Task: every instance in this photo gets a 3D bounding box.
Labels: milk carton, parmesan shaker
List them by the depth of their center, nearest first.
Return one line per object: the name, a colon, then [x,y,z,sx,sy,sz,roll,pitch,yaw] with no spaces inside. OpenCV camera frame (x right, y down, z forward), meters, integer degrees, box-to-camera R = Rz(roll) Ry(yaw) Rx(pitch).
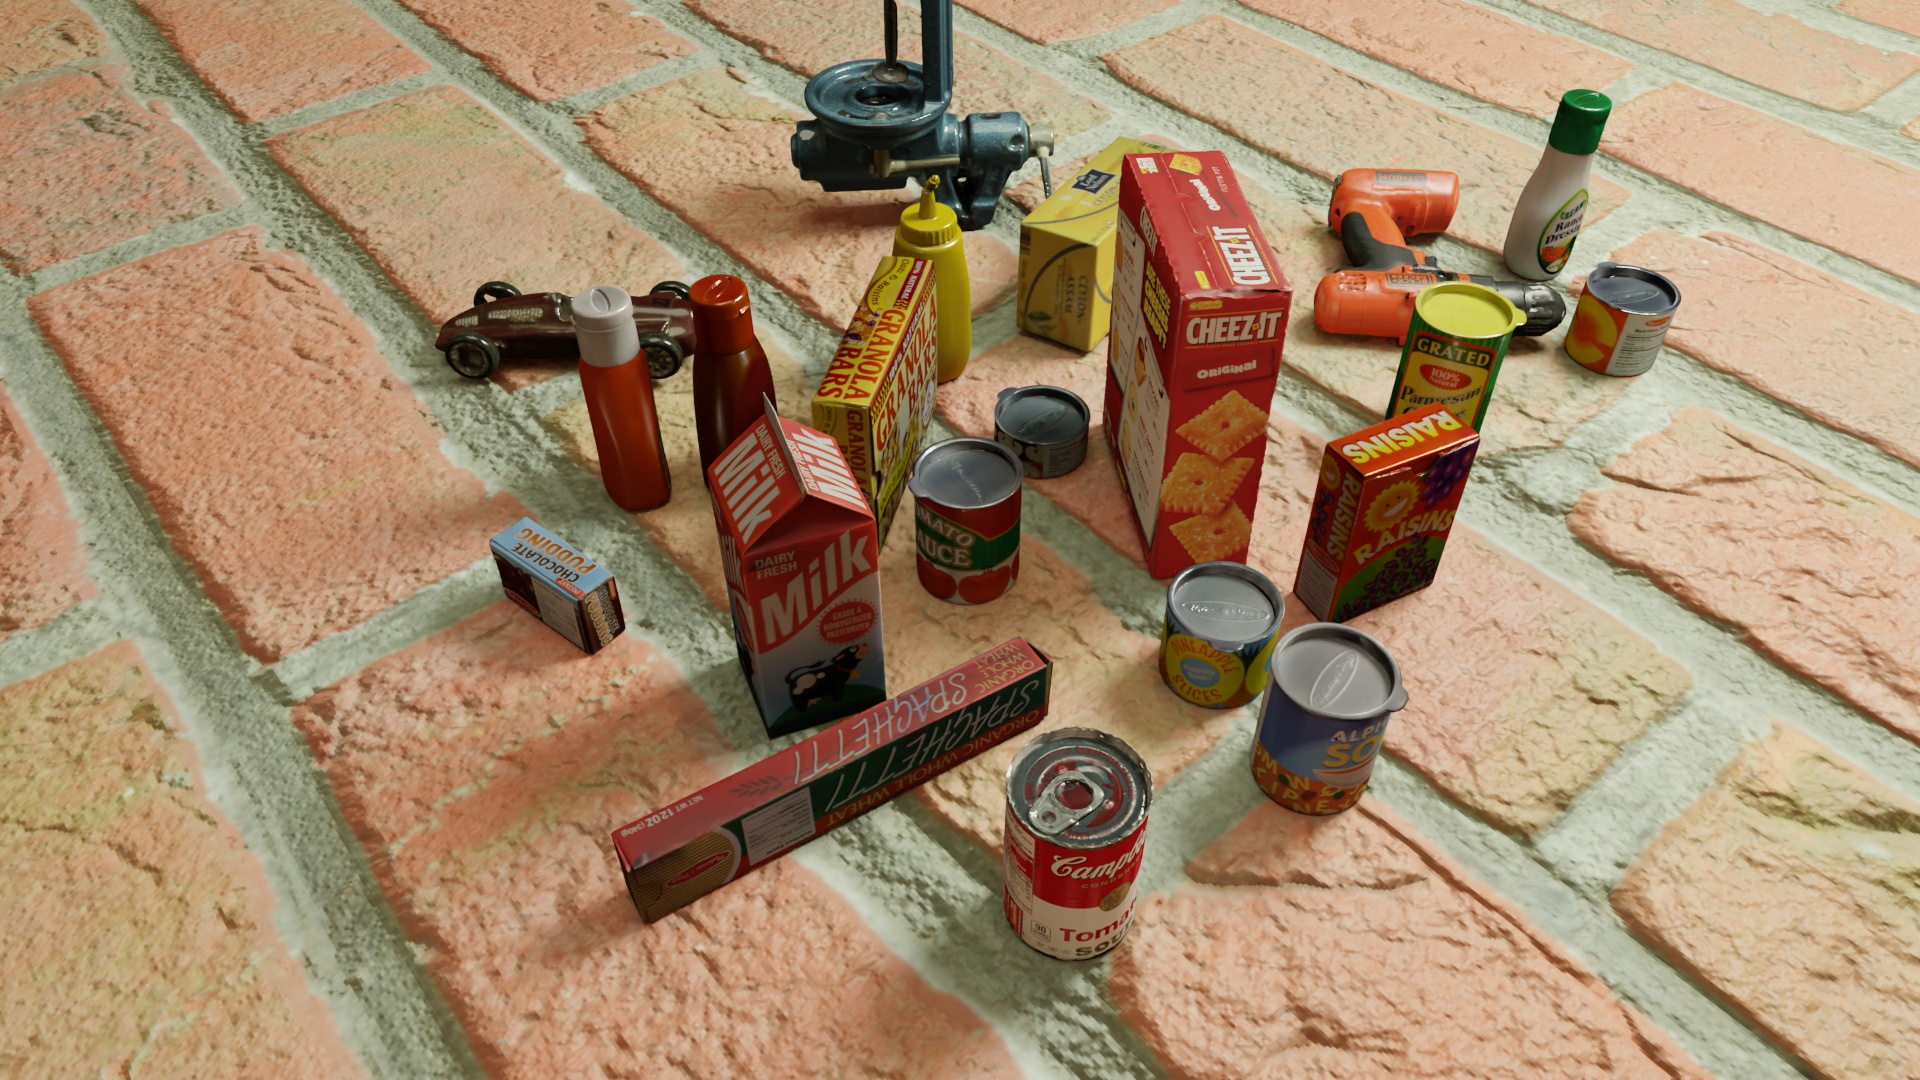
milk carton: [-0.088,0.014,0.750,0.073,0.189,0.072,-15,45,-16]
parmesan shaker: [0.337,-0.115,0.951,0.071,0.102,0.072,0,43,0]

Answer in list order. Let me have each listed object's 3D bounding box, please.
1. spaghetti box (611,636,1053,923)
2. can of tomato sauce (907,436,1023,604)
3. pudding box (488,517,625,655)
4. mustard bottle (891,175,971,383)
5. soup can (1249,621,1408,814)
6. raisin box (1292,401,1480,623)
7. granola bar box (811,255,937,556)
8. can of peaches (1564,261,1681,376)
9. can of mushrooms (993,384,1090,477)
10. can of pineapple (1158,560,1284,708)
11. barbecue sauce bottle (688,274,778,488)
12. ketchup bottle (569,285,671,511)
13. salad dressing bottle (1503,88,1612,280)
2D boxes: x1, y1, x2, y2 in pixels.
spaghetti box: [-0.060,0.122,0.736,0.251,0.049,0.029,-24,48,-23]
can of tomato sauce: [0.003,-0.011,0.854,0.071,0.082,0.071,0,43,0]
pudding box: [-0.244,0.027,0.839,0.084,0.049,0.030,28,50,27]
mustard bottle: [-0.023,-0.188,0.987,0.049,0.159,0.065,-22,47,-21]
soup can: [0.195,0.097,0.739,0.071,0.083,0.072,0,43,0]
raisin box: [0.251,-0.014,0.828,0.086,0.122,0.040,-19,46,-19]
granola bar box: [-0.051,-0.090,0.909,0.039,0.123,0.166,8,44,9]
can of peaches: [0.491,-0.165,1.036,0.071,0.057,0.071,0,43,0]
can of mushrooms: [0.054,-0.077,0.960,0.071,0.033,0.071,0,43,0]
can of pineapple: [0.149,0.056,0.802,0.071,0.057,0.071,0,43,0]
barbecue sauce bottle: [-0.148,-0.101,0.903,0.044,0.147,0.065,17,46,18]
ketchup bottle: [-0.219,-0.092,0.893,0.044,0.148,0.065,-18,46,-18]
salad dressing bottle: [0.470,-0.278,1.091,0.064,0.146,0.044,-24,48,-23]
